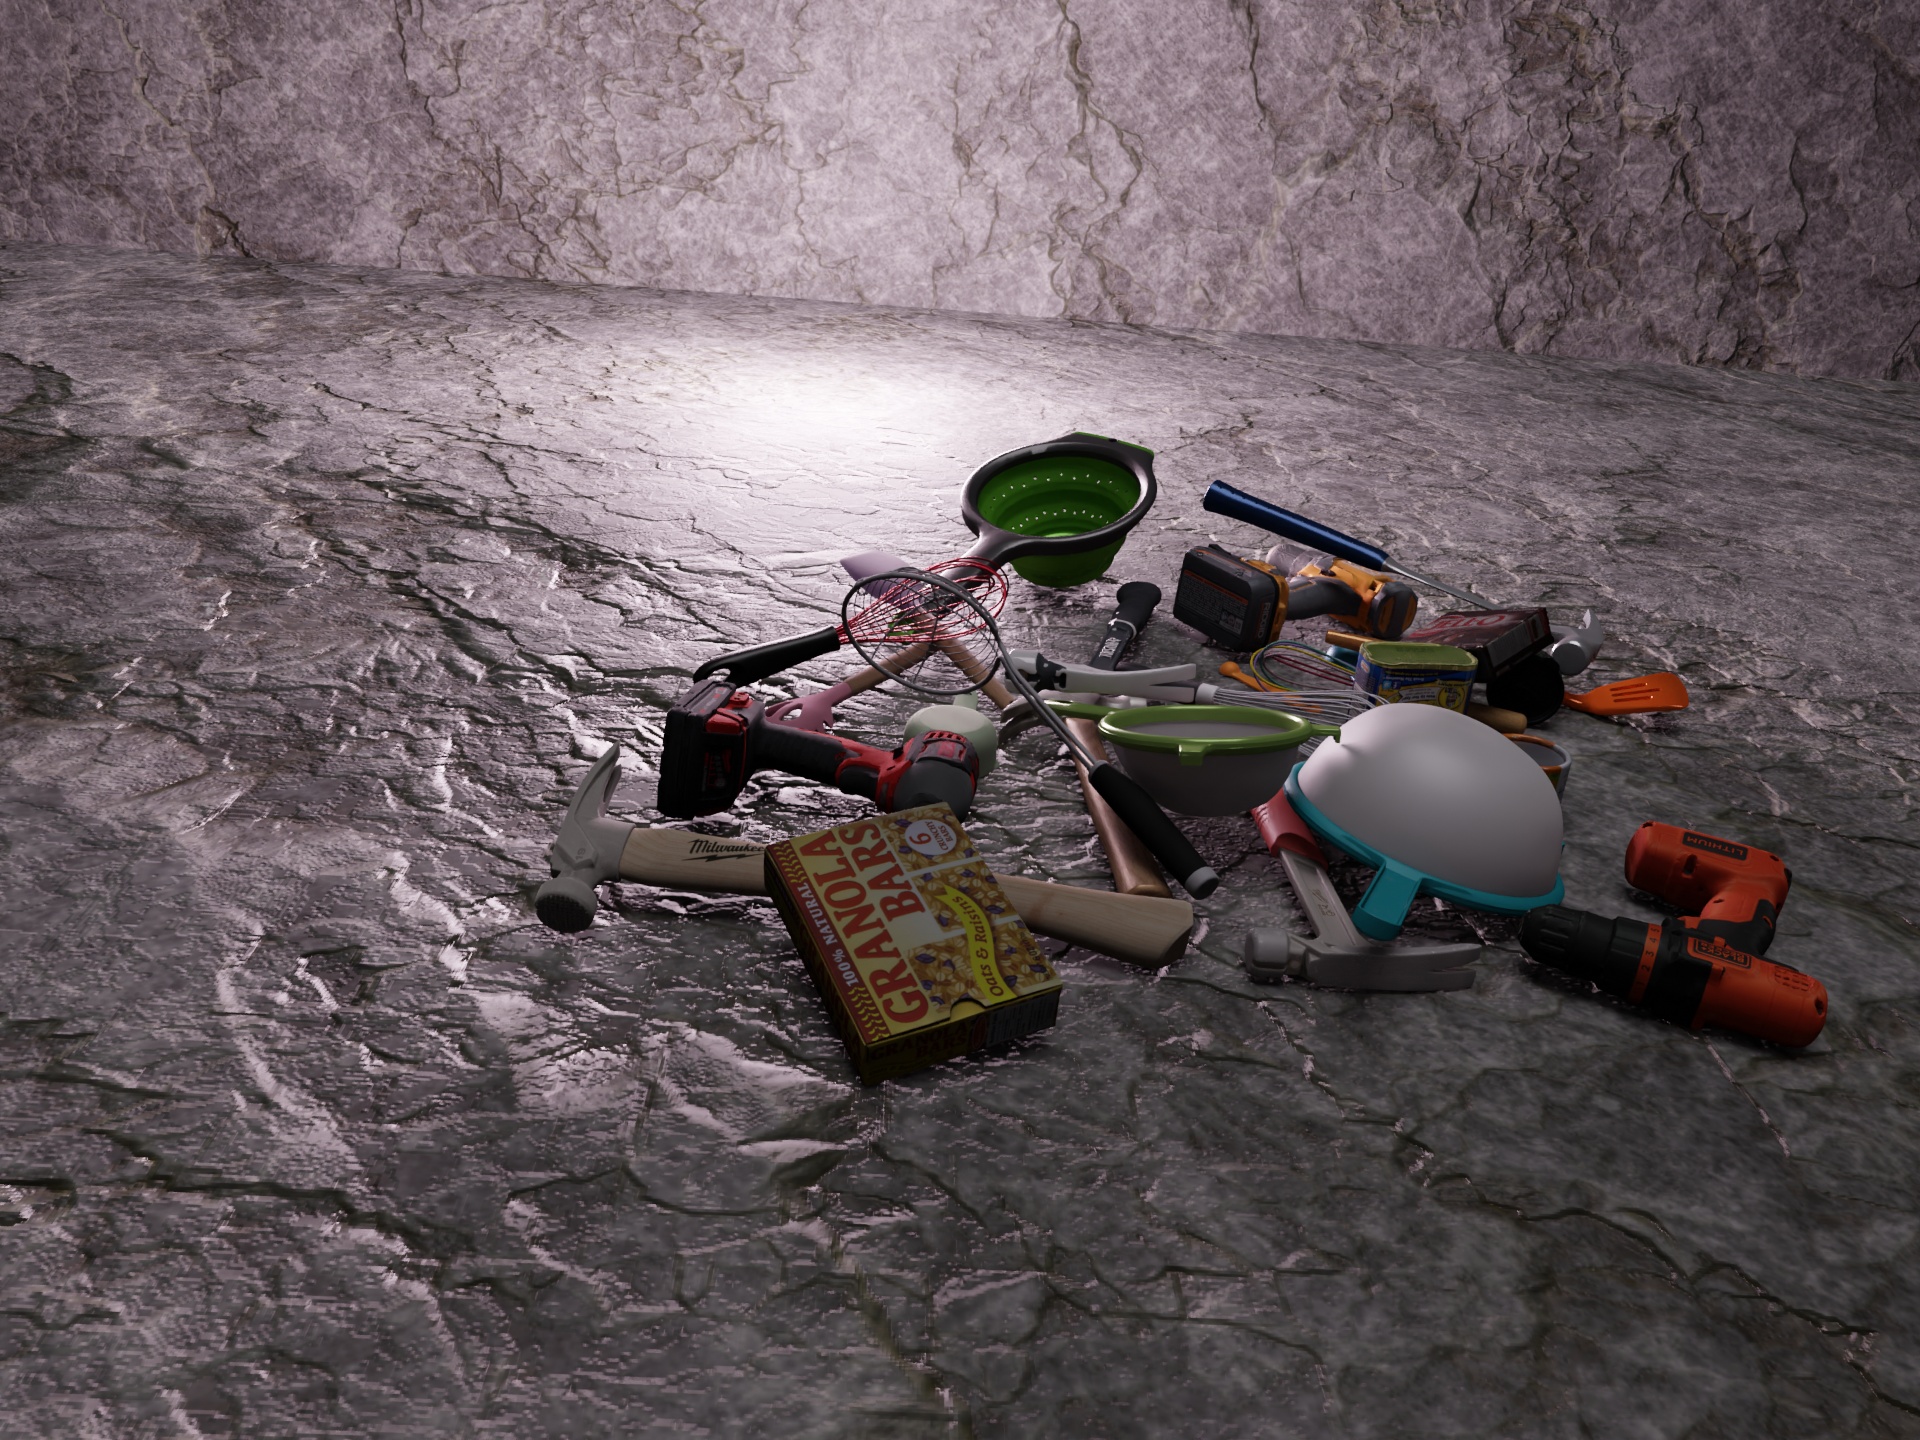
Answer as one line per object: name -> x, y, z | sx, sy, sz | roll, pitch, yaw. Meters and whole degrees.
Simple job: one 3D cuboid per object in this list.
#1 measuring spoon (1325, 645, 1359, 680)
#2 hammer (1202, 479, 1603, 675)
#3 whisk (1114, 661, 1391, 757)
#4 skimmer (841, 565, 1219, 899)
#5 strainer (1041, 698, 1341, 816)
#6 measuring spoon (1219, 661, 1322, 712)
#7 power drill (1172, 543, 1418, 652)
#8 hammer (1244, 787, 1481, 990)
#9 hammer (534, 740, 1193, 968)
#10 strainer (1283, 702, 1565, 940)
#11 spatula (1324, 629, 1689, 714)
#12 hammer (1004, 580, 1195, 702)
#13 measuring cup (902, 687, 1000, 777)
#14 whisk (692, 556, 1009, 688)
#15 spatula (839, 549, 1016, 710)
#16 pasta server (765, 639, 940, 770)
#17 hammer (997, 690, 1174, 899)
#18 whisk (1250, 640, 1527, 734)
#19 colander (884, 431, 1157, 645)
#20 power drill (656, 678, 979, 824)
measuring spoon -> 0.377, -0.047, 1.489 | 0.042, 0.021, 0.129 | 2, 24, -7
hammer -> 0.427, -0.149, 1.554 | 0.406, 0.035, 0.144 | 27, 26, 23
whisk -> 0.240, -0.013, 1.352 | 0.285, 0.070, 0.070 | 15, 26, 31
skimmer -> 0.040, 0.013, 1.138 | 0.090, 0.127, 0.364 | -27, 51, -18
strainer -> 0.144, 0.027, 1.178 | 0.151, 0.069, 0.256 | -7, 10, -34
measuring spoon -> 0.283, -0.031, 1.449 | 0.021, 0.011, 0.117 | -16, 32, -38
power drill -> 0.321, -0.134, 1.607 | 0.226, 0.084, 0.186 | -6, 26, -33
hammer -> 0.247, 0.082, 1.162 | 0.149, 0.036, 0.359 | 3, 25, -5
hammer -> -0.055, 0.099, 1.035 | 0.410, 0.038, 0.146 | 8, 42, 1
strainer -> 0.321, 0.058, 1.080 | 0.211, 0.095, 0.340 | 25, 20, 17
spatula -> 0.503, -0.049, 1.480 | 0.322, 0.041, 0.081 | 14, 27, 9
hammer -> 0.148, -0.079, 1.433 | 0.149, 0.036, 0.409 | 6, 15, 11
measuring cup -> -0.002, -0.004, 1.301 | 0.083, 0.038, 0.168 | 7, 26, 5
whisk -> -0.090, -0.077, 1.380 | 0.296, 0.073, 0.073 | -19, 31, -16
spatula -> -0.023, -0.085, 1.454 | 0.059, 0.018, 0.316 | -18, 39, -22
pasta server -> -0.086, -0.025, 1.353 | 0.060, 0.040, 0.316 | 15, 22, 22
hammer -> 0.106, 0.053, 1.207 | 0.130, 0.031, 0.332 | 2, 25, -7
whisk -> 0.379, -0.028, 1.414 | 0.245, 0.051, 0.047 | 14, 22, 7
colander -> 0.058, -0.160, 1.623 | 0.205, 0.094, 0.397 | 21, 47, 31
power drill -> -0.098, 0.036, 1.141 | 0.219, 0.078, 0.143 | 10, 16, 2
